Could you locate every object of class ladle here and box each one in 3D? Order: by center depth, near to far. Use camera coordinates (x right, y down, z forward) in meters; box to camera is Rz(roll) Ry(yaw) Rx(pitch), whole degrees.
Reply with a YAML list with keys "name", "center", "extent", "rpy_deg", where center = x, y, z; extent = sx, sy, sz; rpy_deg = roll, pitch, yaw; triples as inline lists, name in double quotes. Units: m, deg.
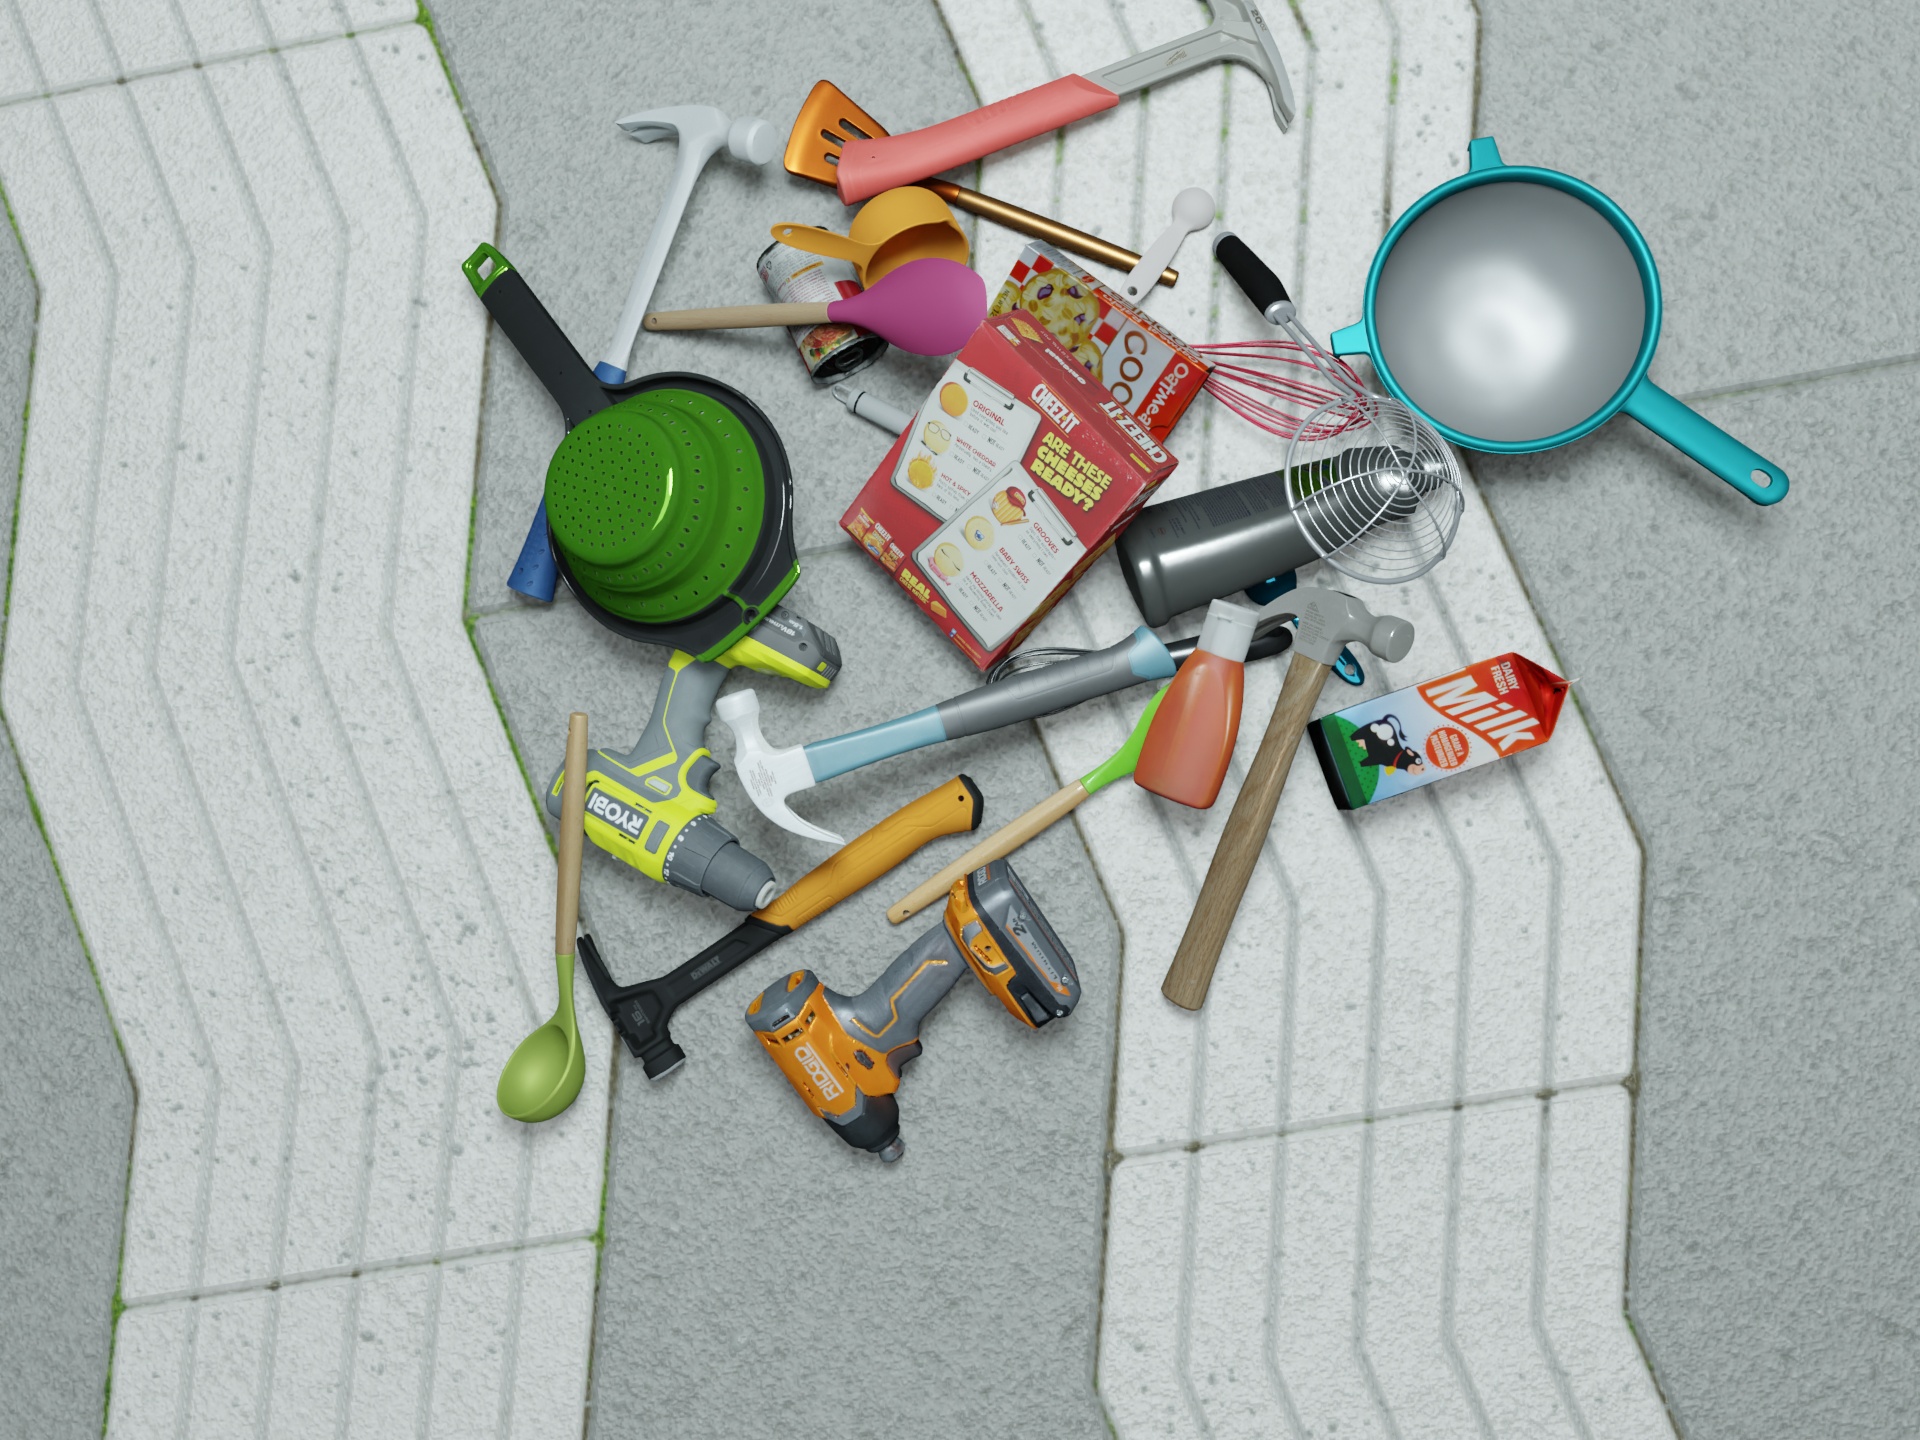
- name: "ladle"
  center: [-0.307, 0.150, 1.193]
  extent: [0.062, 0.078, 0.320]
  rpy_deg: [-3, 106, -37]

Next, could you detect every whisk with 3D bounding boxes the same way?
- name: "whisk"
  center: [0.138, -0.043, 1.218]
  extent: [0.239, 0.055, 0.055]
  rpy_deg: [-10, 86, -1]
- name: "whisk"
  center: [0.177, -0.278, 1.225]
  extent: [0.296, 0.073, 0.073]
  rpy_deg: [19, 88, 11]

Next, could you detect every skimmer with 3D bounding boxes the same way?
- name: "skimmer"
  center: [0.242, -0.236, 1.133]
  extent: [0.127, 0.364, 0.090]
  rpy_deg: [-2, 130, -15]

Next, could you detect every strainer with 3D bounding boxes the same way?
- name: "strainer"
  center: [0.453, -0.259, 1.185]
  extent: [0.340, 0.095, 0.211]
  rpy_deg: [36, 91, 4]
- name: "strainer"
  center: [0.009, -0.206, 1.236]
  extent: [0.258, 0.086, 0.050]
  rpy_deg: [29, 57, 13]

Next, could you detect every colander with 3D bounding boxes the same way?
- name: "colander"
  center: [-0.280, -0.223, 1.176]
  extent: [0.204, 0.094, 0.397]
  rpy_deg: [-42, 73, 13]

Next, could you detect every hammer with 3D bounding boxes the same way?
- name: "hammer"
  center: [-0.002, -0.004, 1.166]
  extent: [0.331, 0.033, 0.128]
  rpy_deg: [-18, 97, -6]
- name: "hammer"
  center: [0.217, 0.059, 1.173]
  extent: [0.130, 0.031, 0.331]
  rpy_deg: [31, 107, 44]
- name: "hammer"
  center: [-0.132, 0.137, 1.232]
  extent: [0.337, 0.034, 0.127]
  rpy_deg: [-33, 86, 1]
- name: "hammer"
  center: [0.075, -0.469, 1.234]
  extent: [0.359, 0.036, 0.149]
  rpy_deg: [-23, 84, -6]
- name: "hammer"
  center: [-0.274, -0.291, 1.255]
  extent: [0.144, 0.035, 0.405]
  rpy_deg: [23, 93, 30]

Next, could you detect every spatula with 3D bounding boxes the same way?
- name: "spatula"
  center: [0.021, -0.408, 1.253]
  extent: [0.322, 0.041, 0.081]
  rpy_deg: [22, 86, 4]

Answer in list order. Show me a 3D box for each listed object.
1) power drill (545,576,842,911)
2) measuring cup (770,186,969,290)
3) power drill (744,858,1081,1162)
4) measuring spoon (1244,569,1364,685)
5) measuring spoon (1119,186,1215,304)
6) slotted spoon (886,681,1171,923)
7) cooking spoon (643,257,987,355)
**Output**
- name: "power drill"
  center: [-0.186, 0.017, 1.210]
  extent: [0.191, 0.080, 0.228]
  rpy_deg: [27, 88, 16]
- name: "measuring cup"
  center: [-0.075, -0.367, 1.197]
  extent: [0.095, 0.173, 0.052]
  rpy_deg: [-47, 55, 39]
- name: "power drill"
  center: [-0.025, 0.224, 1.192]
  extent: [0.226, 0.084, 0.164]
  rpy_deg: [-32, 101, 6]
- name: "measuring spoon"
  center: [0.267, -0.077, 1.222]
  extent: [0.042, 0.021, 0.128]
  rpy_deg: [-40, 83, 1]
- name: "measuring spoon"
  center: [0.160, -0.370, 1.237]
  extent: [0.034, 0.018, 0.124]
  rpy_deg: [34, 75, 2]
- name: "slotted spoon"
  center: [0.075, 0.067, 1.221]
  extent: [0.314, 0.031, 0.070]
  rpy_deg: [-34, 116, 5]
- name: "cooking spoon"
  center: [-0.117, -0.306, 1.199]
  extent: [0.319, 0.017, 0.068]
  rpy_deg: [6, 106, 32]
